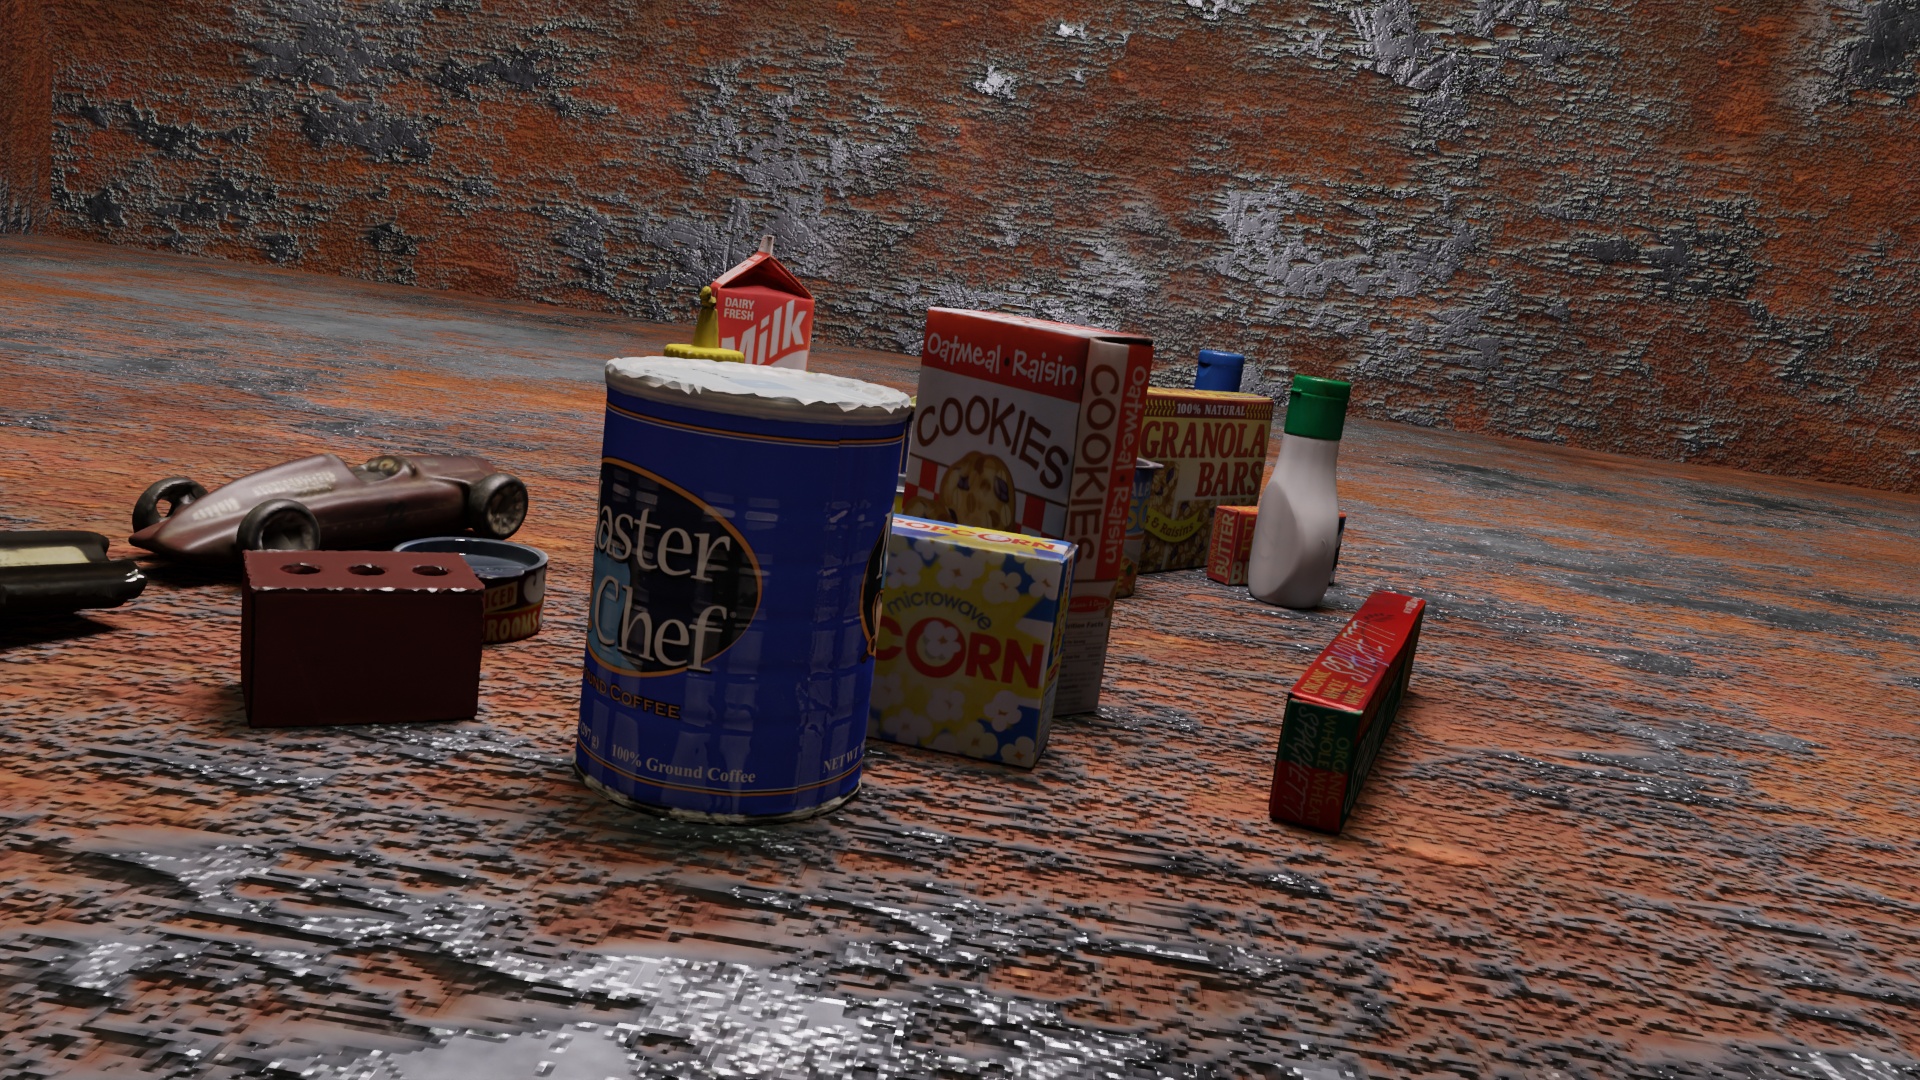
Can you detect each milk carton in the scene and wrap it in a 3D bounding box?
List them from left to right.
[{"bbox_3d":[-0.155,-0.134,1.045,0.073,0.190,0.072,5,11,-16],"label":"milk carton"}]

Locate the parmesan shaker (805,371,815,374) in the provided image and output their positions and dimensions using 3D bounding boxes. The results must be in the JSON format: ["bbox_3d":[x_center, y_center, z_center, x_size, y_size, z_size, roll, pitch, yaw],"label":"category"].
[{"bbox_3d":[-0.116,-0.059,0.919,0.071,0.103,0.071,8,10,-1],"label":"parmesan shaker"}]

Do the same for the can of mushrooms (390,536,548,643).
[{"bbox_3d":[-0.218,0.022,0.617,0.071,0.033,0.071,8,11,-1],"label":"can of mushrooms"}]

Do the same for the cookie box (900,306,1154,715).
[{"bbox_3d":[0.023,-0.018,0.641,0.040,0.167,0.123,0,13,-36],"label":"cookie box"}]

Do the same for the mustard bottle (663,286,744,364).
[{"bbox_3d":[-0.131,-0.047,0.697,0.065,0.159,0.049,4,11,-21],"label":"mustard bottle"}]

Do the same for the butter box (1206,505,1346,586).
[{"bbox_3d":[0.220,0.004,0.965,0.104,0.053,0.024,1,12,-30],"label":"butter box"}]

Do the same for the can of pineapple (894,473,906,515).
[{"bbox_3d":[-0.050,-0.009,0.827,0.071,0.057,0.071,8,11,-1],"label":"can of pineapple"}]

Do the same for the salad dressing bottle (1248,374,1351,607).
[{"bbox_3d":[0.222,-0.032,0.902,0.044,0.147,0.064,4,11,-19],"label":"salad dressing bottle"}]

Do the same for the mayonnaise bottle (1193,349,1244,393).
[{"bbox_3d":[0.198,-0.078,1.119,0.041,0.147,0.065,2,12,-30],"label":"mayonnaise bottle"}]

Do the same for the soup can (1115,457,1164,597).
[{"bbox_3d":[0.086,-0.012,0.869,0.071,0.083,0.071,8,11,-1],"label":"soup can"}]

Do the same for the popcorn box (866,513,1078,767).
[{"bbox_3d":[-0.023,0.034,0.553,0.127,0.085,0.038,10,11,10],"label":"popcorn box"}]

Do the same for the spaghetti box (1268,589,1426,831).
[{"bbox_3d":[0.177,0.067,0.619,0.029,0.050,0.251,12,12,22],"label":"spaghetti box"}]

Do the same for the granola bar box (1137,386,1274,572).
[{"bbox_3d":[0.152,-0.043,0.971,0.039,0.124,0.166,17,14,42],"label":"granola bar box"}]
